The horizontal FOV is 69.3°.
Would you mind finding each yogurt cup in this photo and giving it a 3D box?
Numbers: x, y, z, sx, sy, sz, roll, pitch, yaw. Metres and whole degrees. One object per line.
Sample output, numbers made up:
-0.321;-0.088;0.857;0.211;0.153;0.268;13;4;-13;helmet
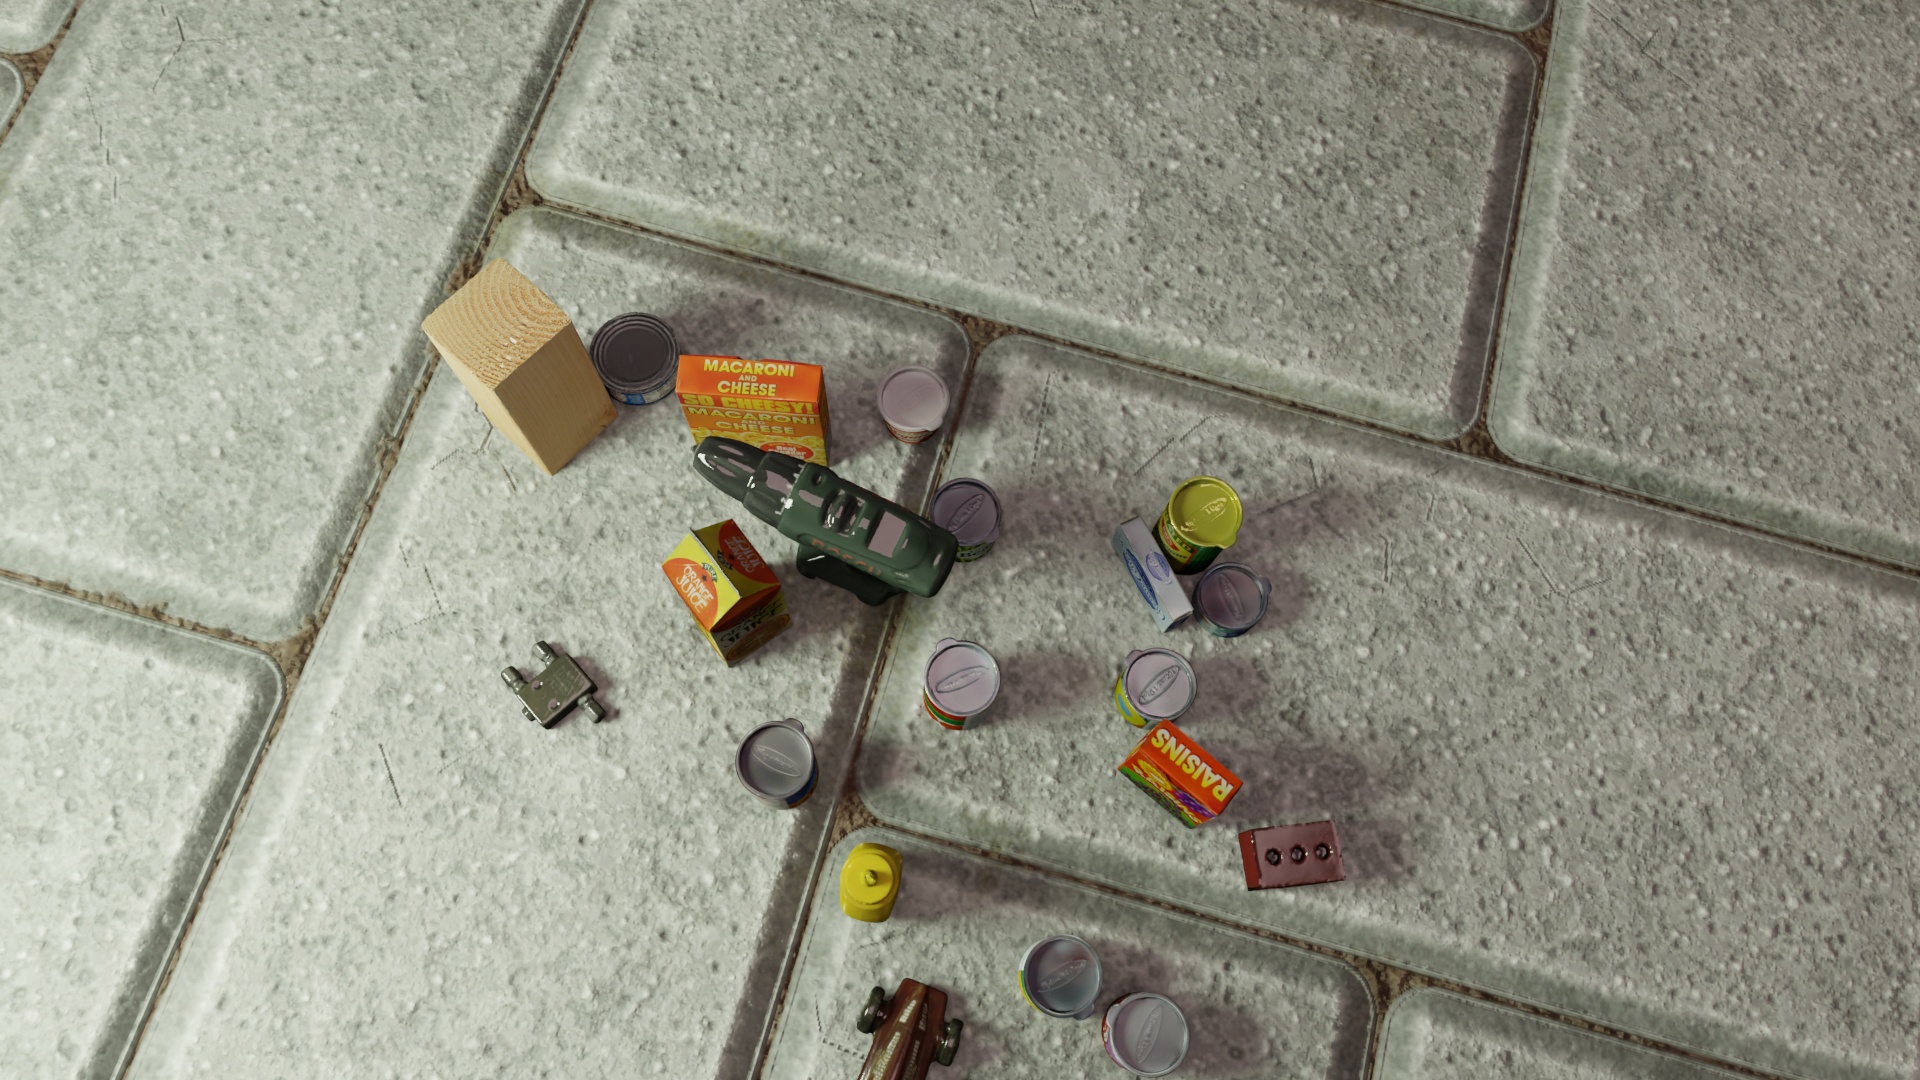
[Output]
-0.045;-0.126;1.323;0.072;0.053;0.072;1;73;-2;yogurt cup

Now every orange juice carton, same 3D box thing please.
-0.199;0.043;1.189;0.073;0.192;0.072;-35;78;-12;orange juice carton

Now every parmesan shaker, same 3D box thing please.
0.216;-0.009;1.273;0.071;0.102;0.071;1;73;-2;parmesan shaker

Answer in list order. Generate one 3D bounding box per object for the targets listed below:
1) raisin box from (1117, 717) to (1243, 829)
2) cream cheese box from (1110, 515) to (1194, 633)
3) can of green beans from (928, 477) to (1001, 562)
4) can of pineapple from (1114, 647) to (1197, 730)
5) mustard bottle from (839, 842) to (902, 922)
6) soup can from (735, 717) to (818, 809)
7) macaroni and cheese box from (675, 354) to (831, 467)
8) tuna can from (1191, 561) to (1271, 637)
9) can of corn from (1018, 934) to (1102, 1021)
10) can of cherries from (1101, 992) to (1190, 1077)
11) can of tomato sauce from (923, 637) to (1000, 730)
0.186;0.202;1.194;0.086;0.123;0.040;40;75;9;raisin box
0.177;0.032;1.284;0.024;0.053;0.104;-25;75;-10;cream cheese box
0.003;-0.018;1.289;0.071;0.057;0.071;1;73;-2;can of green beans
0.174;0.133;1.250;0.071;0.057;0.071;1;73;-2;can of pineapple
-0.074;0.278;1.138;0.049;0.159;0.065;12;73;1;mustard bottle
-0.155;0.193;1.201;0.071;0.083;0.071;1;73;-2;soup can
-0.183;-0.115;1.254;0.124;0.166;0.040;4;73;-1;macaroni and cheese box
0.252;0.055;1.291;0.071;0.032;0.071;1;73;-3;tuna can
0.085;0.369;1.170;0.071;0.058;0.071;1;73;-2;can of corn
0.152;0.410;1.160;0.071;0.058;0.071;1;73;-2;can of cherries
-0.001;0.128;1.229;0.071;0.083;0.071;1;73;-2;can of tomato sauce
